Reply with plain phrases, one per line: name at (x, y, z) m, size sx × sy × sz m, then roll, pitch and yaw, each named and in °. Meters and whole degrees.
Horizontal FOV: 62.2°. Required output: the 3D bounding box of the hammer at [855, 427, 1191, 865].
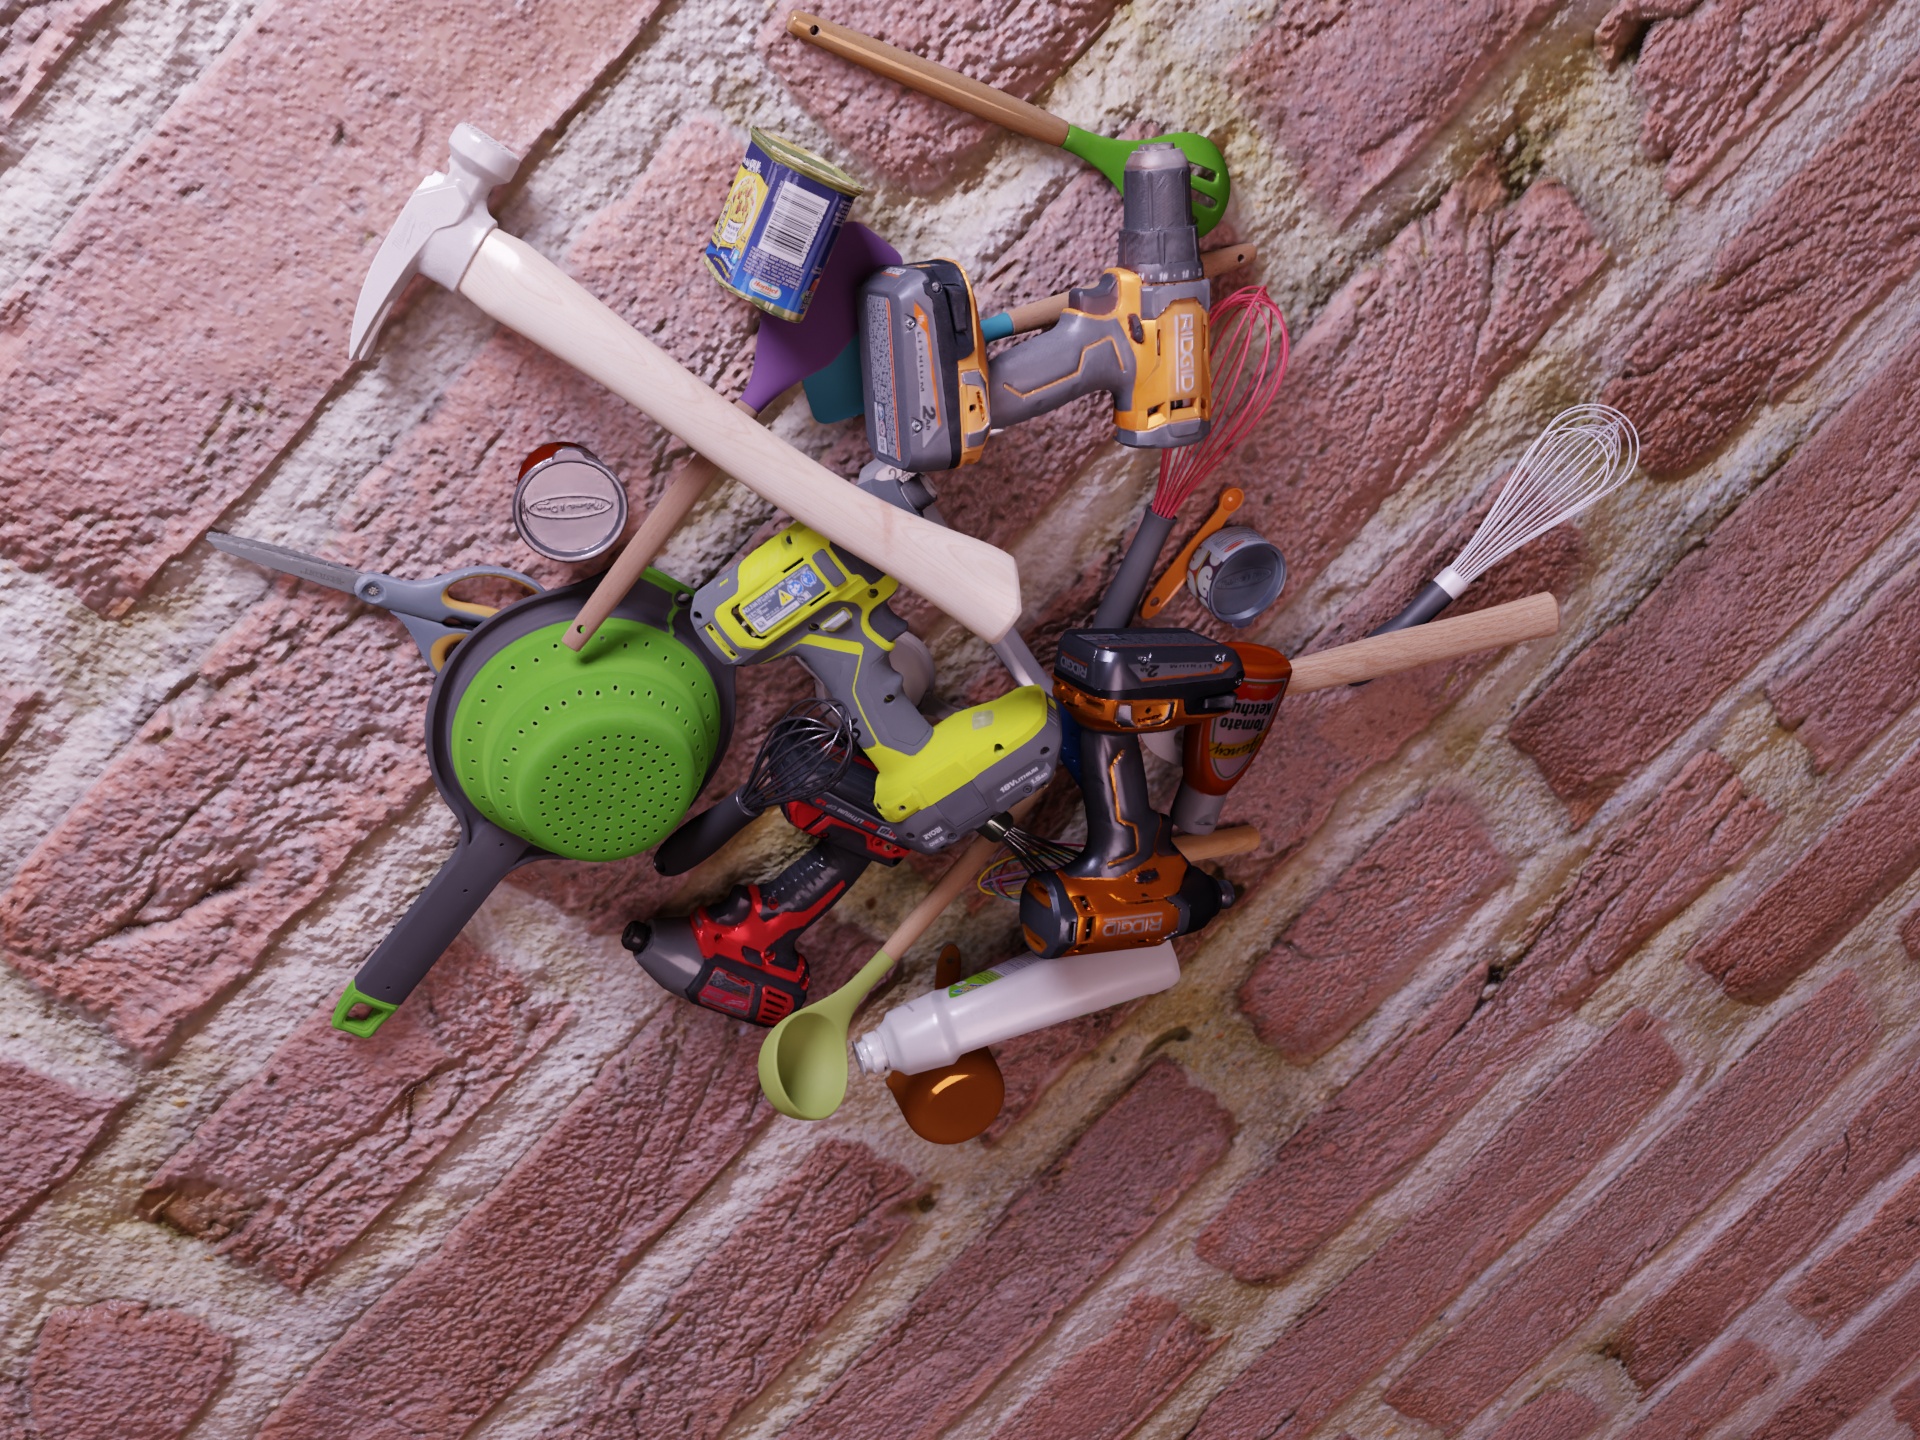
hammer at (0.058, -0.028, 1.122) m, size 0.144 × 0.035 × 0.405 m, roll -39°, pitch 117°, yaw -6°

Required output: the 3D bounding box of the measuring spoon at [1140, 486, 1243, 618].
measuring spoon at (0.166, -0.123, 1.161) m, size 0.021 × 0.011 × 0.117 m, roll 23°, pitch 110°, yaw -39°

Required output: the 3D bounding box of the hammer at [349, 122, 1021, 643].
hammer at (-0.146, -0.161, 0.918) m, size 0.410 × 0.038 × 0.146 m, roll 33°, pitch 100°, yaw -9°

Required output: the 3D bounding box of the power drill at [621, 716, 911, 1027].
power drill at (-0.134, 0.115, 1.132) m, size 0.143 × 0.079 × 0.219 m, roll 27°, pitch 107°, yaw -30°

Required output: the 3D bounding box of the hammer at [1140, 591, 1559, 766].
hammer at (0.291, -0.040, 1.206) m, size 0.331 × 0.031 × 0.130 m, roll -14°, pitch 123°, yaw -1°

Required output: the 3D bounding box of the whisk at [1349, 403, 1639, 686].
whisk at (0.401, -0.128, 1.220) m, size 0.070 × 0.070 × 0.284 m, roll 37°, pitch 104°, yaw -32°

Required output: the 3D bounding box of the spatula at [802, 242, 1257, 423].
spatula at (0.049, -0.268, 1.033) m, size 0.317 × 0.044 × 0.082 m, roll -20°, pitch 120°, yaw -16°

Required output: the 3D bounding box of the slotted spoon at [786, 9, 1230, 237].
slotted spoon at (0.040, -0.367, 0.976) m, size 0.313 × 0.031 × 0.070 m, roll 14°, pitch 111°, yaw -25°

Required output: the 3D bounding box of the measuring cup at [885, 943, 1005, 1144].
measuring cup at (-0.005, 0.262, 1.267) m, size 0.095 × 0.052 × 0.173 m, roll -6°, pitch 119°, yaw -18°

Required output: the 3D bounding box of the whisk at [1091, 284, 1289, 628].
whisk at (0.149, -0.161, 1.104) m, size 0.073 × 0.073 × 0.295 m, roll 11°, pitch 117°, yaw -25°

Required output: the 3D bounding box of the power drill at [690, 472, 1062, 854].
power drill at (-0.038, -0.038, 1.014) m, size 0.171 × 0.080 × 0.223 m, roll -33°, pitch 111°, yaw 16°

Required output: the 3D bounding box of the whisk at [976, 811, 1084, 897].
whisk at (0.035, 0.083, 1.154) m, size 0.246 × 0.058 × 0.059 m, roll 37°, pitch 117°, yaw -22°

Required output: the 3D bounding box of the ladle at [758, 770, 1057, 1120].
ladle at (-0.030, 0.156, 1.162) m, size 0.320 × 0.062 × 0.078 m, roll -48°, pitch 121°, yaw -11°

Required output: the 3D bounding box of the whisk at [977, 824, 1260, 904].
whisk at (0.128, 0.108, 1.246) m, size 0.245 × 0.051 × 0.047 m, roll -7°, pitch 113°, yaw -21°

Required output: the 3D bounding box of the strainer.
strainer at (-0.002, -0.004, 1.141) m, size 0.258 × 0.050 × 0.087 m, roll 19°, pitch 112°, yaw -31°

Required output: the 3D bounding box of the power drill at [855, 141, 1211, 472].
power drill at (0.054, -0.250, 0.972) m, size 0.226 × 0.084 × 0.185 m, roll -13°, pitch 113°, yaw -23°

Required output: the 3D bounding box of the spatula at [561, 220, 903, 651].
spatula at (-0.147, -0.173, 0.974) m, size 0.060 × 0.018 × 0.316 m, roll 36°, pitch 88°, yaw -2°

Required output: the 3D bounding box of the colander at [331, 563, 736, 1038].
colander at (-0.285, 0.084, 1.037) m, size 0.204 × 0.095 × 0.397 m, roll 32°, pitch 104°, yaw -37°

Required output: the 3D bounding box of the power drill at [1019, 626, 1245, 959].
power drill at (0.132, 0.053, 1.111) m, size 0.164 × 0.084 × 0.226 m, roll -2°, pitch 107°, yaw -25°

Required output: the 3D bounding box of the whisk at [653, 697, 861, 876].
whisk at (-0.137, 0.050, 1.021) m, size 0.055 × 0.055 × 0.239 m, roll 24°, pitch 140°, yaw -29°
